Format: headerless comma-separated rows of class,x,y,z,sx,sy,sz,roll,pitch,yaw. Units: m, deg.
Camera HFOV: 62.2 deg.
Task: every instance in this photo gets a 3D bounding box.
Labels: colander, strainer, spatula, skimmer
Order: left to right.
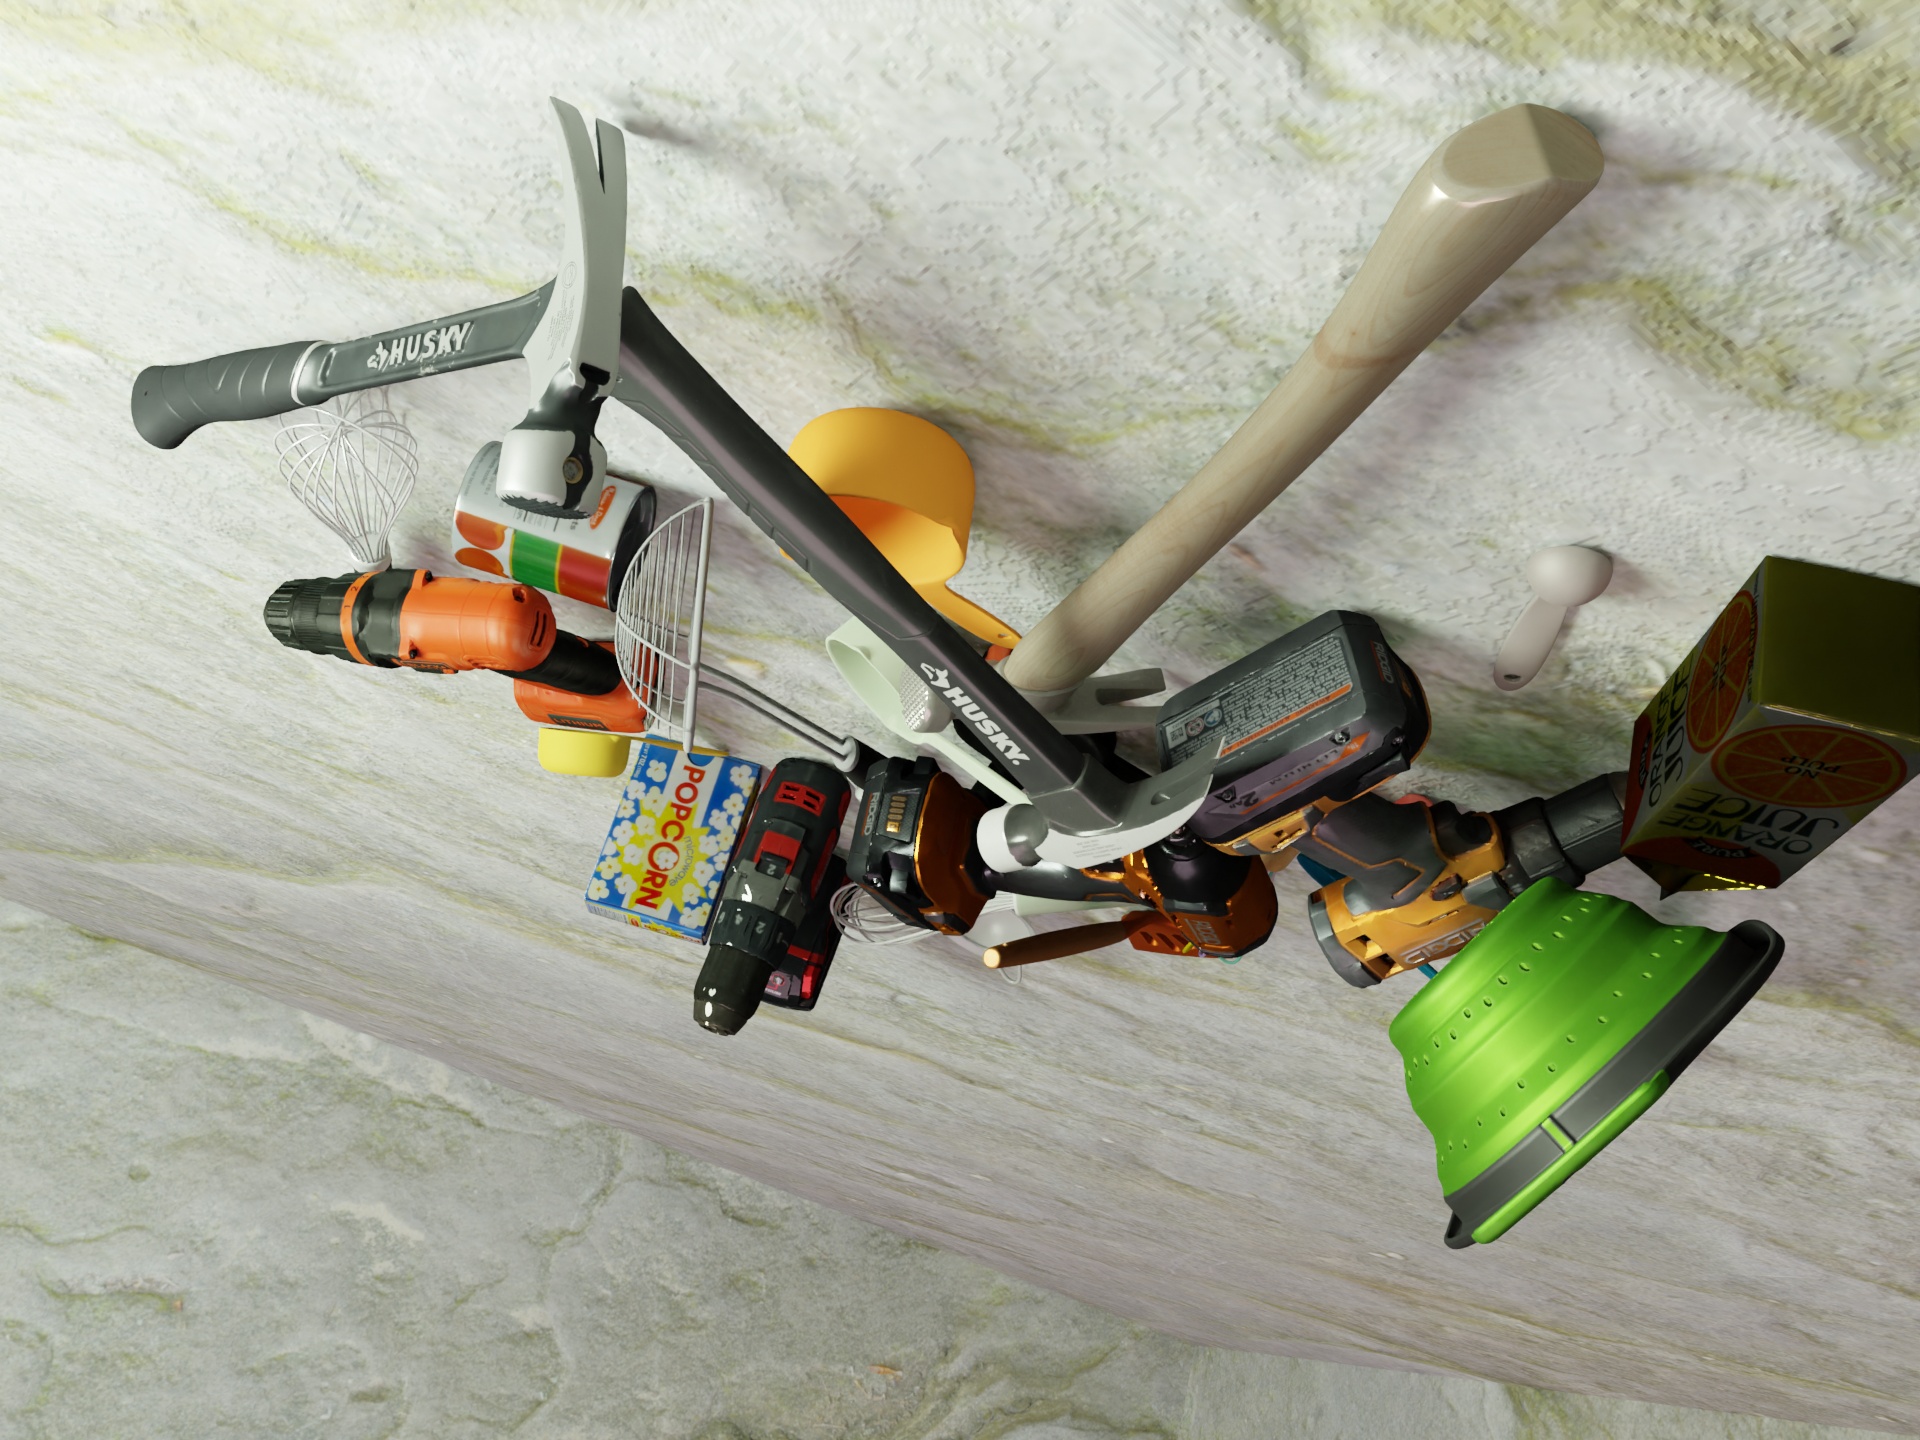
skimmer,-0.073,-0.005,0.899,0.090,0.127,0.363,-11,156,26
strainer,-0.011,0.107,1.137,0.087,0.050,0.258,-2,144,33
spatula,0.096,0.155,1.077,0.081,0.041,0.322,1,179,29
colander,0.310,0.135,0.808,0.095,0.204,0.397,46,-155,19

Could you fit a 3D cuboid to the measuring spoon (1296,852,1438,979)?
measuring spoon,0.260,0.119,0.975,0.128,0.021,0.042,42,173,-3

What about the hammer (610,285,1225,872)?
hammer,-0.027,-0.050,0.668,0.146,0.035,0.334,-17,128,44

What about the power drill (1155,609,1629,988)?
power drill,0.226,0.040,0.786,0.185,0.084,0.226,-30,131,25

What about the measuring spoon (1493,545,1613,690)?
measuring spoon,0.256,-0.038,0.704,0.034,0.018,0.124,12,155,10

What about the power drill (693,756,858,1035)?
power drill,-0.132,0.144,1.120,0.080,0.188,0.226,19,159,3

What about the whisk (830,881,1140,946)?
whisk,0.031,0.121,1.084,0.246,0.058,0.059,-6,134,9

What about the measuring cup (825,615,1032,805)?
measuring cup,-0.001,-0.003,0.831,0.168,0.038,0.083,37,163,26

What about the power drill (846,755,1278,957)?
power drill,0.057,0.075,0.896,0.226,0.084,0.164,4,158,20

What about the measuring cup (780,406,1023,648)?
measuring cup,-0.014,-0.086,0.737,0.095,0.052,0.173,-5,158,33

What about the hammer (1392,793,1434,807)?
hammer,0.345,0.143,1.000,0.149,0.037,0.358,-2,150,34

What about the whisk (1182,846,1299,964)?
whisk,0.184,0.096,0.983,0.047,0.051,0.244,-8,153,-15

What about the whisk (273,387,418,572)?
whisk,-0.328,-0.104,0.880,0.070,0.070,0.284,21,160,-9

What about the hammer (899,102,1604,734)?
hammer,0.111,-0.088,0.643,0.146,0.038,0.410,0,157,-24

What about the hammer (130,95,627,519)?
hammer,-0.270,-0.157,0.687,0.409,0.149,0.036,5,175,43

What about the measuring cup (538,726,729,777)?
measuring cup,-0.207,0.025,1.034,0.062,0.029,0.156,6,177,35
